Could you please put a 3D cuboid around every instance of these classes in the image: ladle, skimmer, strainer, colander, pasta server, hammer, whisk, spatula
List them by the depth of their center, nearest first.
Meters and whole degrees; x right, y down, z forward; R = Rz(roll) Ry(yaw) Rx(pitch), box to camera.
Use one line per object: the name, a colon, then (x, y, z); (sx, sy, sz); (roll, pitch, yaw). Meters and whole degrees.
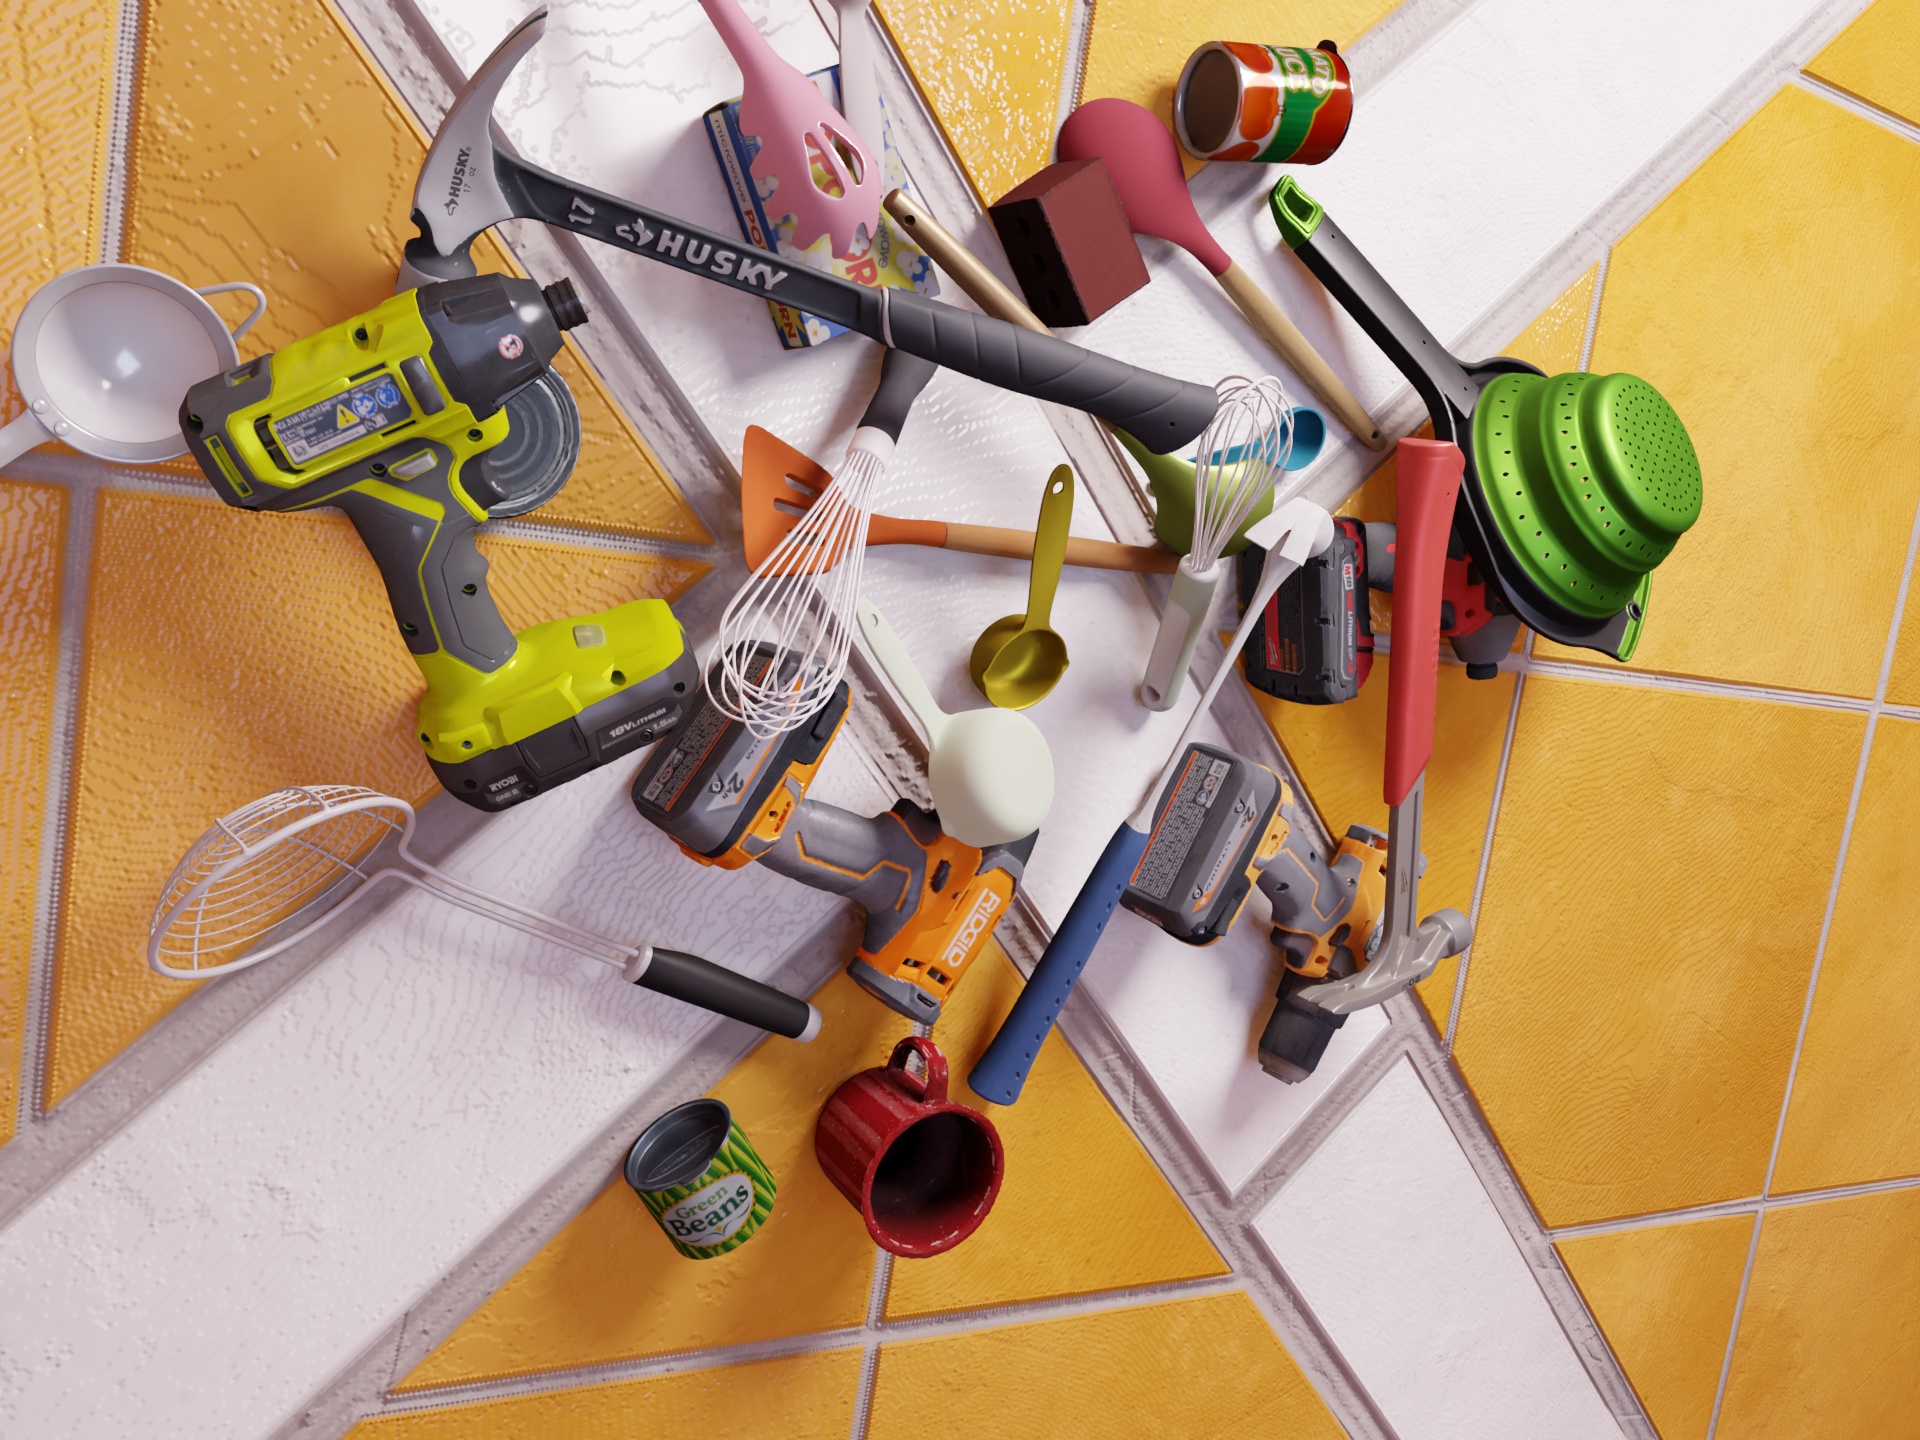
strainer: (-0.407, -0.112, 0.664); (0.258, 0.050, 0.086); (-38, 128, -12)
pasta server: (-0.135, -0.363, 0.748); (0.060, 0.040, 0.316); (-40, 103, -17)
hammer: (-0.052, -0.208, 0.776); (0.408, 0.036, 0.149); (13, 127, -23)
skimmer: (-0.213, 0.126, 0.800); (0.363, 0.090, 0.127); (28, 118, -34)
whisk: (-0.057, -0.114, 0.813); (0.070, 0.070, 0.285); (39, 56, -31)
ladle: (0.071, -0.193, 0.903); (0.078, 0.062, 0.319); (-36, 126, 25)
spatula: (0.014, -0.105, 0.911); (0.322, 0.041, 0.081); (3, 82, -32)
whisk: (0.141, -0.095, 0.926); (0.059, 0.058, 0.246); (-30, 148, -35)
hammer: (0.107, 0.053, 0.937); (0.035, 0.144, 0.405); (30, 103, 12)
ladle: (0.175, -0.262, 0.981); (0.315, 0.031, 0.069); (36, 91, -33)
hammer: (0.277, 0.005, 1.001); (0.149, 0.037, 0.359); (-15, 112, -36)
colander: (0.353, -0.210, 1.009); (0.397, 0.094, 0.205); (43, 53, -16)

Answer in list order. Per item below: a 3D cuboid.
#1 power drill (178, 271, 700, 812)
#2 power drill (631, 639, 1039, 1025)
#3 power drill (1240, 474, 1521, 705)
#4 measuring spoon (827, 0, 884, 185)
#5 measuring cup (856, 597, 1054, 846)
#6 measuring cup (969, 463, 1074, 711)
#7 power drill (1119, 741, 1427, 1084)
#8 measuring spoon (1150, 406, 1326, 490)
power drill: (-0.214, -0.082, 0.723); (0.171, 0.080, 0.223); (-25, 124, -5)
power drill: (-0.051, 0.051, 0.886); (0.226, 0.084, 0.164); (41, 77, -34)
power drill: (0.294, -0.082, 1.062); (0.219, 0.079, 0.143); (-14, 107, -31)
measuring spoon: (-0.049, -0.327, 0.794); (0.034, 0.018, 0.124); (-12, 103, -27)
measuring cup: (-0.001, -0.003, 0.851); (0.167, 0.038, 0.083); (56, 44, -29)
measuring cup: (0.039, -0.078, 0.912); (0.062, 0.029, 0.156); (-10, 125, -31)
power drill: (0.202, 0.132, 1.053); (0.226, 0.084, 0.185); (29, 86, -36)
measuring spoon: (0.173, -0.169, 1.008); (0.128, 0.021, 0.042); (-19, 124, -16)
